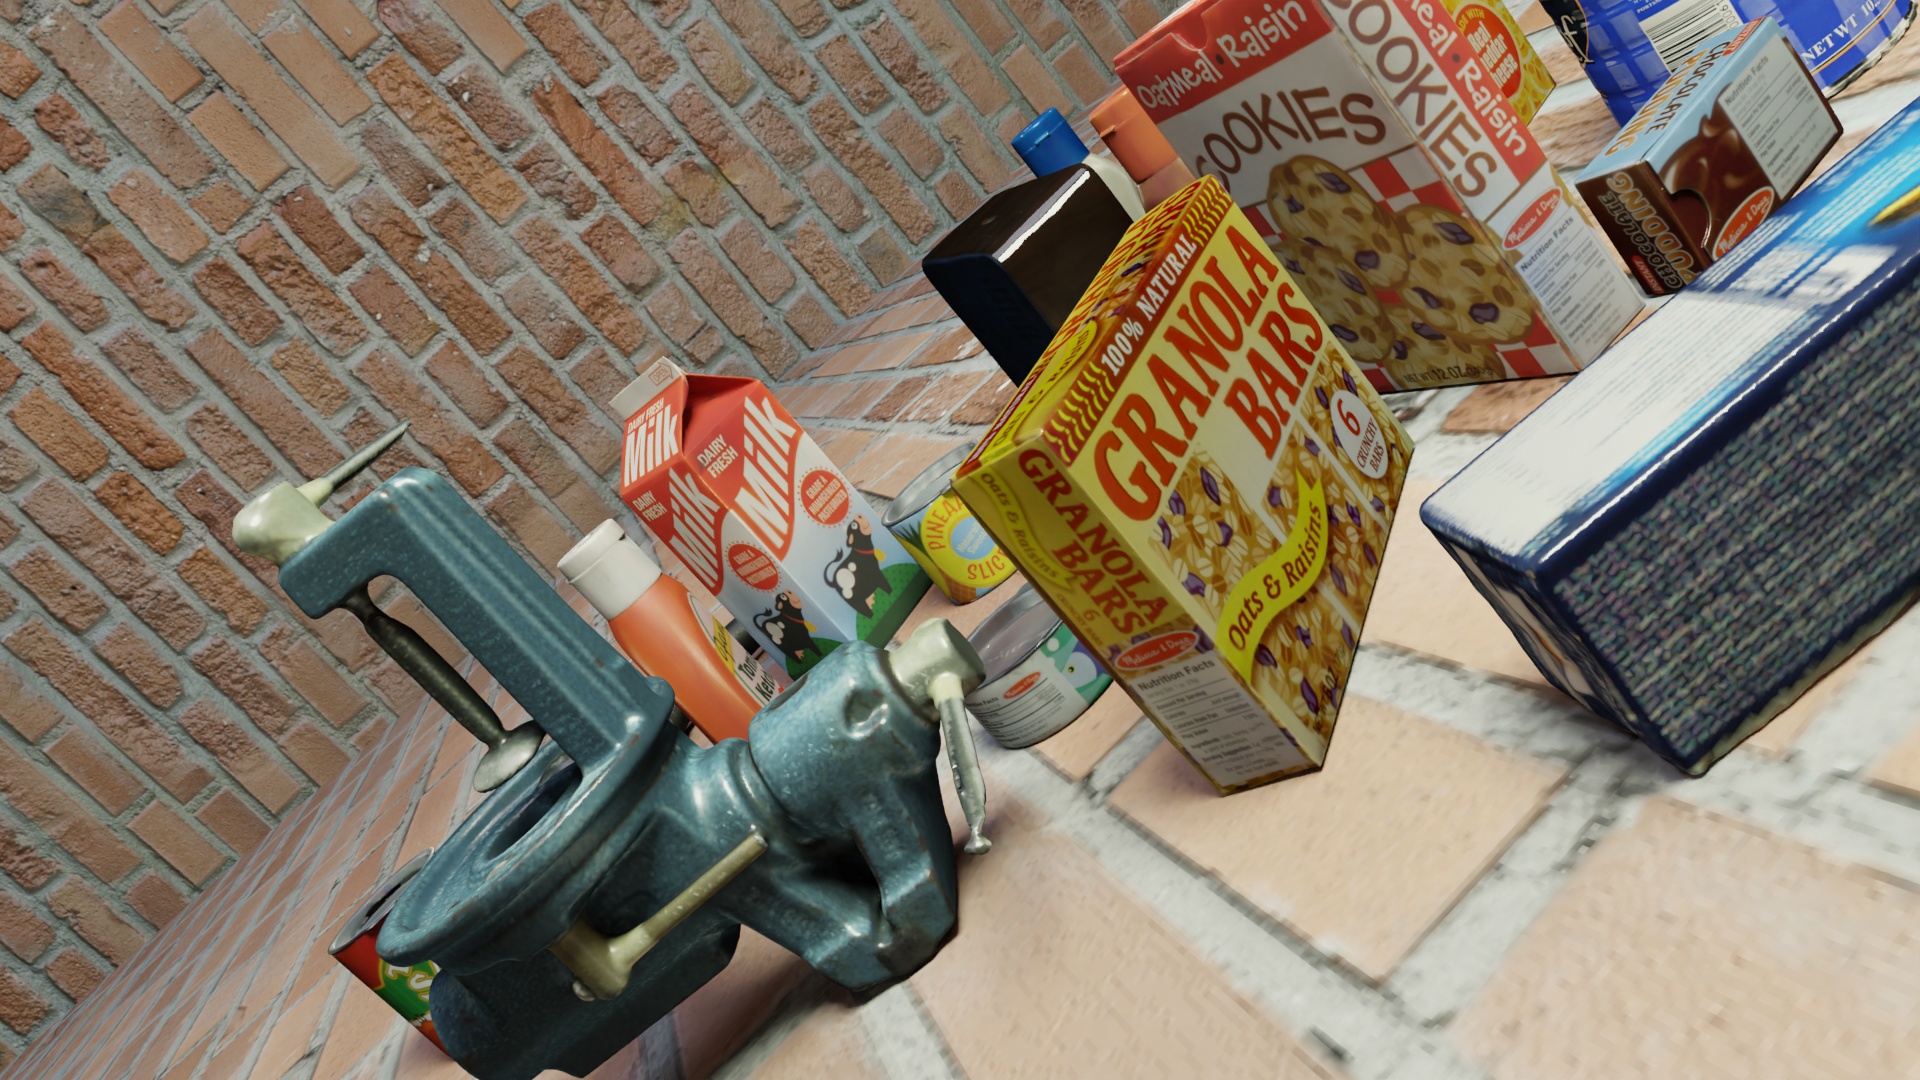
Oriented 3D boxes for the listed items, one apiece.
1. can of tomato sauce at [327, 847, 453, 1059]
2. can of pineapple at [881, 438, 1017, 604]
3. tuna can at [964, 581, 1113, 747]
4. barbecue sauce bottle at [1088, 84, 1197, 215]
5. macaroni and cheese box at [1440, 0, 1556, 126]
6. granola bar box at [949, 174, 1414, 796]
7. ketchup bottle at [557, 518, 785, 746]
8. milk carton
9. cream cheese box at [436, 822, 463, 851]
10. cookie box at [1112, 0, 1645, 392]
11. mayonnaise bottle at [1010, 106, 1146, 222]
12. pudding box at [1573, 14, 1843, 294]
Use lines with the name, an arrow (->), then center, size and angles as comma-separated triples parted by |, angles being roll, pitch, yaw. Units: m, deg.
can of tomato sauce -> -0.259, 0.206, 0.694 | 0.071, 0.083, 0.071 | -38, 14, 12
can of pineapple -> 0.003, -0.009, 0.713 | 0.071, 0.058, 0.071 | -38, 14, 12
tuna can -> 0.030, 0.044, 0.535 | 0.071, 0.033, 0.071 | -38, 15, 12
barbecue sauce bottle -> 0.118, -0.149, 0.646 | 0.044, 0.148, 0.065 | -47, 15, -21
macaroni and cheese box -> 0.210, -0.252, 0.681 | 0.124, 0.166, 0.040 | -49, 16, -30
granola bar box -> 0.078, -0.024, 0.430 | 0.039, 0.124, 0.166 | -29, 19, 41
ketchup bottle -> -0.141, 0.055, 0.706 | 0.043, 0.148, 0.065 | -40, 14, 4
milk carton -> -0.111, -0.015, 0.756 | 0.072, 0.190, 0.074 | -25, 21, 47
cream cheese box -> -0.277, 0.192, 0.845 | 0.103, 0.053, 0.024 | -24, 22, 49
cookie box -> 0.141, -0.128, 0.491 | 0.040, 0.167, 0.123 | -44, 14, -12
mayonnaise bottle -> 0.092, -0.209, 0.893 | 0.064, 0.148, 0.041 | -38, 14, 14
pudding box -> 0.245, -0.126, 0.454 | 0.084, 0.049, 0.030 | -46, 15, -18
